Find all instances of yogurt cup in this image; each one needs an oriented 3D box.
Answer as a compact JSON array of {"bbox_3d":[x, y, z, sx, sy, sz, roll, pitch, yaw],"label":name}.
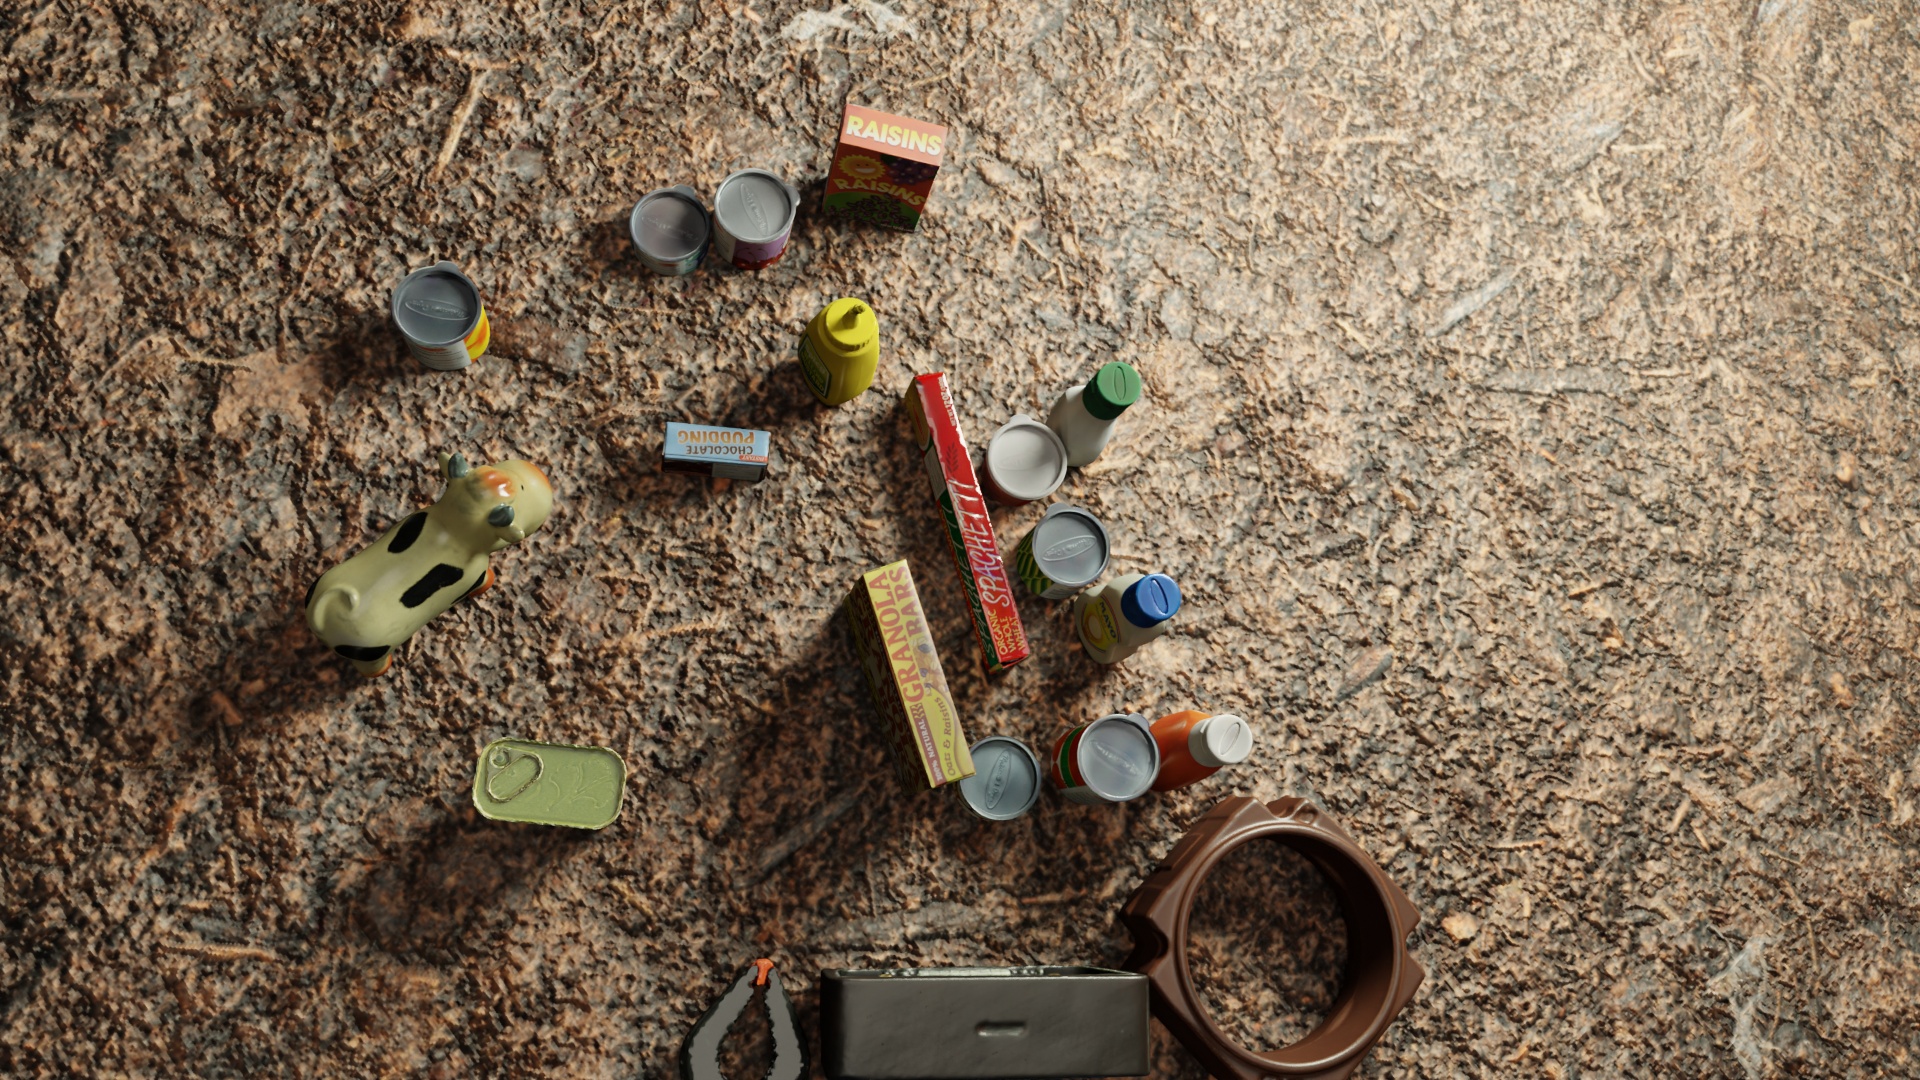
[{"bbox_3d":[0.050,-0.061,1.157,0.072,0.053,0.072,3,76,-11],"label":"yogurt cup"}]

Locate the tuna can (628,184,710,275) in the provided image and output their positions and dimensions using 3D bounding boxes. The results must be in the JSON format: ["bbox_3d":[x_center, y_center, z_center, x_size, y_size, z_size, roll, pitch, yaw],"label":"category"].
[{"bbox_3d":[-0.241,-0.258,1.155,0.071,0.032,0.071,3,76,-11],"label":"tuna can"}]

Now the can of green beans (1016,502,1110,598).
[{"bbox_3d":[0.084,0.011,1.145,0.071,0.057,0.071,3,76,-11],"label":"can of green beans"}]

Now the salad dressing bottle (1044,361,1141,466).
[{"bbox_3d":[0.106,-0.103,1.131,0.044,0.147,0.064,1,77,-12],"label":"salad dressing bottle"}]

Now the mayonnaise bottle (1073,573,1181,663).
[{"bbox_3d":[0.131,0.057,1.096,0.041,0.147,0.065,-18,81,-15],"label":"mayonnaise bottle"}]

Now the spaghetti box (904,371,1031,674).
[{"bbox_3d":[0.004,-0.014,1.138,0.029,0.050,0.250,-14,80,-15],"label":"spaghetti box"}]

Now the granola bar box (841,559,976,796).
[{"bbox_3d":[-0.043,0.109,1.059,0.039,0.124,0.165,-16,81,-15],"label":"granola bar box"}]

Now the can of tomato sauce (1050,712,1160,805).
[{"bbox_3d":[0.113,0.173,1.098,0.071,0.083,0.071,3,76,-11],"label":"can of tomato sauce"}]

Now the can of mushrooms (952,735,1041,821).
[{"bbox_3d":[0.026,0.188,1.102,0.071,0.033,0.071,3,76,-11],"label":"can of mushrooms"}]

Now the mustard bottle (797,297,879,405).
[{"bbox_3d":[-0.094,-0.156,1.095,0.049,0.160,0.065,-30,85,-17],"label":"mustard bottle"}]

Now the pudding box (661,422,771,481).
[{"bbox_3d":[-0.196,-0.070,1.110,0.084,0.049,0.030,4,76,-11],"label":"pudding box"}]

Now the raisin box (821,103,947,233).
[{"bbox_3d":[-0.065,-0.308,1.158,0.086,0.123,0.040,12,75,-9],"label":"raisin box"}]

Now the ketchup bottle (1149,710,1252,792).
[{"bbox_3d":[0.180,0.161,1.081,0.043,0.148,0.065,33,73,-3],"label":"ketchup bottle"}]

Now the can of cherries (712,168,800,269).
[{"bbox_3d":[-0.171,-0.267,1.159,0.071,0.058,0.071,3,76,-11],"label":"can of cherries"}]

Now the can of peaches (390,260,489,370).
[{"bbox_3d":[-0.405,-0.175,1.087,0.071,0.058,0.071,3,76,-11],"label":"can of peaches"}]
